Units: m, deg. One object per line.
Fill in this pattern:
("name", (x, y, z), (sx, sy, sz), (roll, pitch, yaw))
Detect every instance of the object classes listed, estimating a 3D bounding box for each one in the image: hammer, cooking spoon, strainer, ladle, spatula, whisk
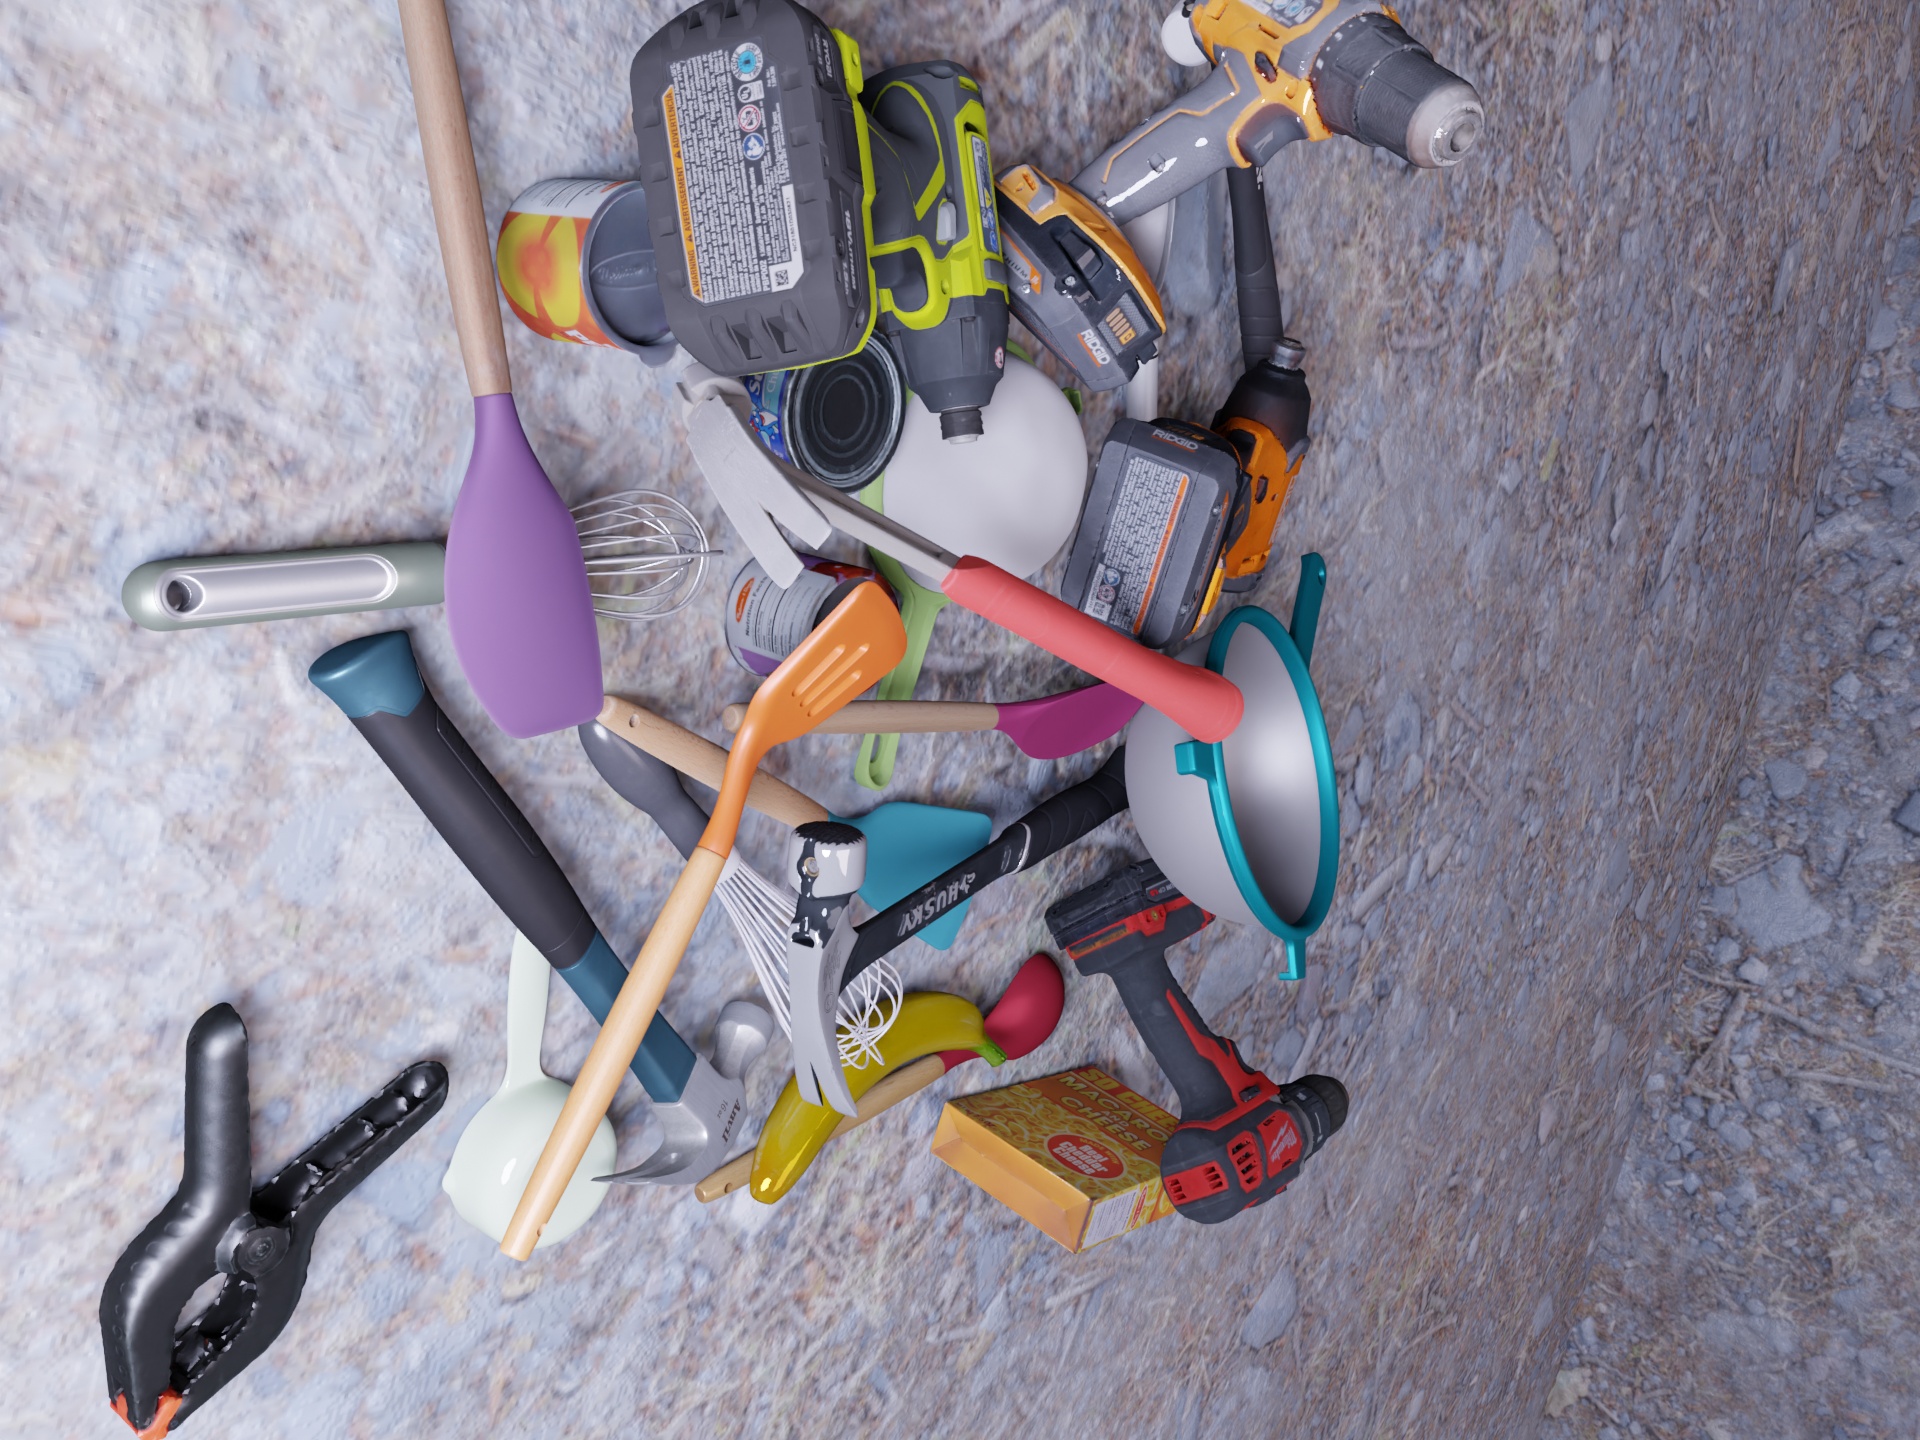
("hammer", (0.026, -0.052, 0.755), (0.358, 0.149, 0.036), (25, 112, -42))
("cooking spoon", (-0.001, -0.003, 0.860), (0.318, 0.017, 0.068), (-1, 138, -48))
("strainer", (0.005, -0.078, 0.852), (0.151, 0.069, 0.256), (13, 96, -53))
("ladle", (-0.033, 0.217, 0.961), (0.315, 0.031, 0.069), (-19, 117, -44))
("spatula", (-0.076, 0.044, 0.796), (0.317, 0.044, 0.082), (36, 71, -59))
("strainer", (0.181, -0.003, 1.059), (0.210, 0.095, 0.341), (60, 34, -30))
("strainer", (0.106, -0.229, 0.944), (0.087, 0.050, 0.258), (-96, -178, -57))
("whisk", (-0.199, -0.059, 0.630), (0.246, 0.059, 0.058), (-11, 101, -43))
("hammer", (0.022, 0.083, 0.898), (0.409, 0.036, 0.149), (-23, 121, -59))
("spatula", (-0.113, 0.083, 0.698), (0.323, 0.041, 0.081), (-65, 161, -15))
("hammer", (-0.178, 0.090, 0.705), (0.128, 0.033, 0.330), (-71, 146, -44))
("spatula", (-0.182, -0.147, 0.594), (0.059, 0.018, 0.316), (-16, 106, -36))
("whisk", (-0.108, 0.088, 0.798), (0.070, 0.070, 0.284), (-53, 133, -23))
("hammer", (0.183, -0.310, 0.995), (0.146, 0.035, 0.334), (-62, 148, -37))

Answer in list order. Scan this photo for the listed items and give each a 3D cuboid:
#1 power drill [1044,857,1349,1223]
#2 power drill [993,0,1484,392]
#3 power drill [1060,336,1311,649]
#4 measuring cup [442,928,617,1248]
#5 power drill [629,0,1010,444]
("power drill", (0.169, 0.201, 1.056), (0.188, 0.080, 0.227), (-10, 71, -50))
("power drill", (0.126, -0.268, 0.783), (0.226, 0.186, 0.084), (-41, 140, 6))
("power drill", (0.149, -0.142, 0.952), (0.226, 0.084, 0.164), (-32, 143, -58))
("measuring cup", (-0.191, 0.167, 0.734), (0.083, 0.038, 0.167), (-12, 114, -48))
("power drill", (-0.040, -0.206, 0.679), (0.223, 0.080, 0.171), (-21, 104, -66))
